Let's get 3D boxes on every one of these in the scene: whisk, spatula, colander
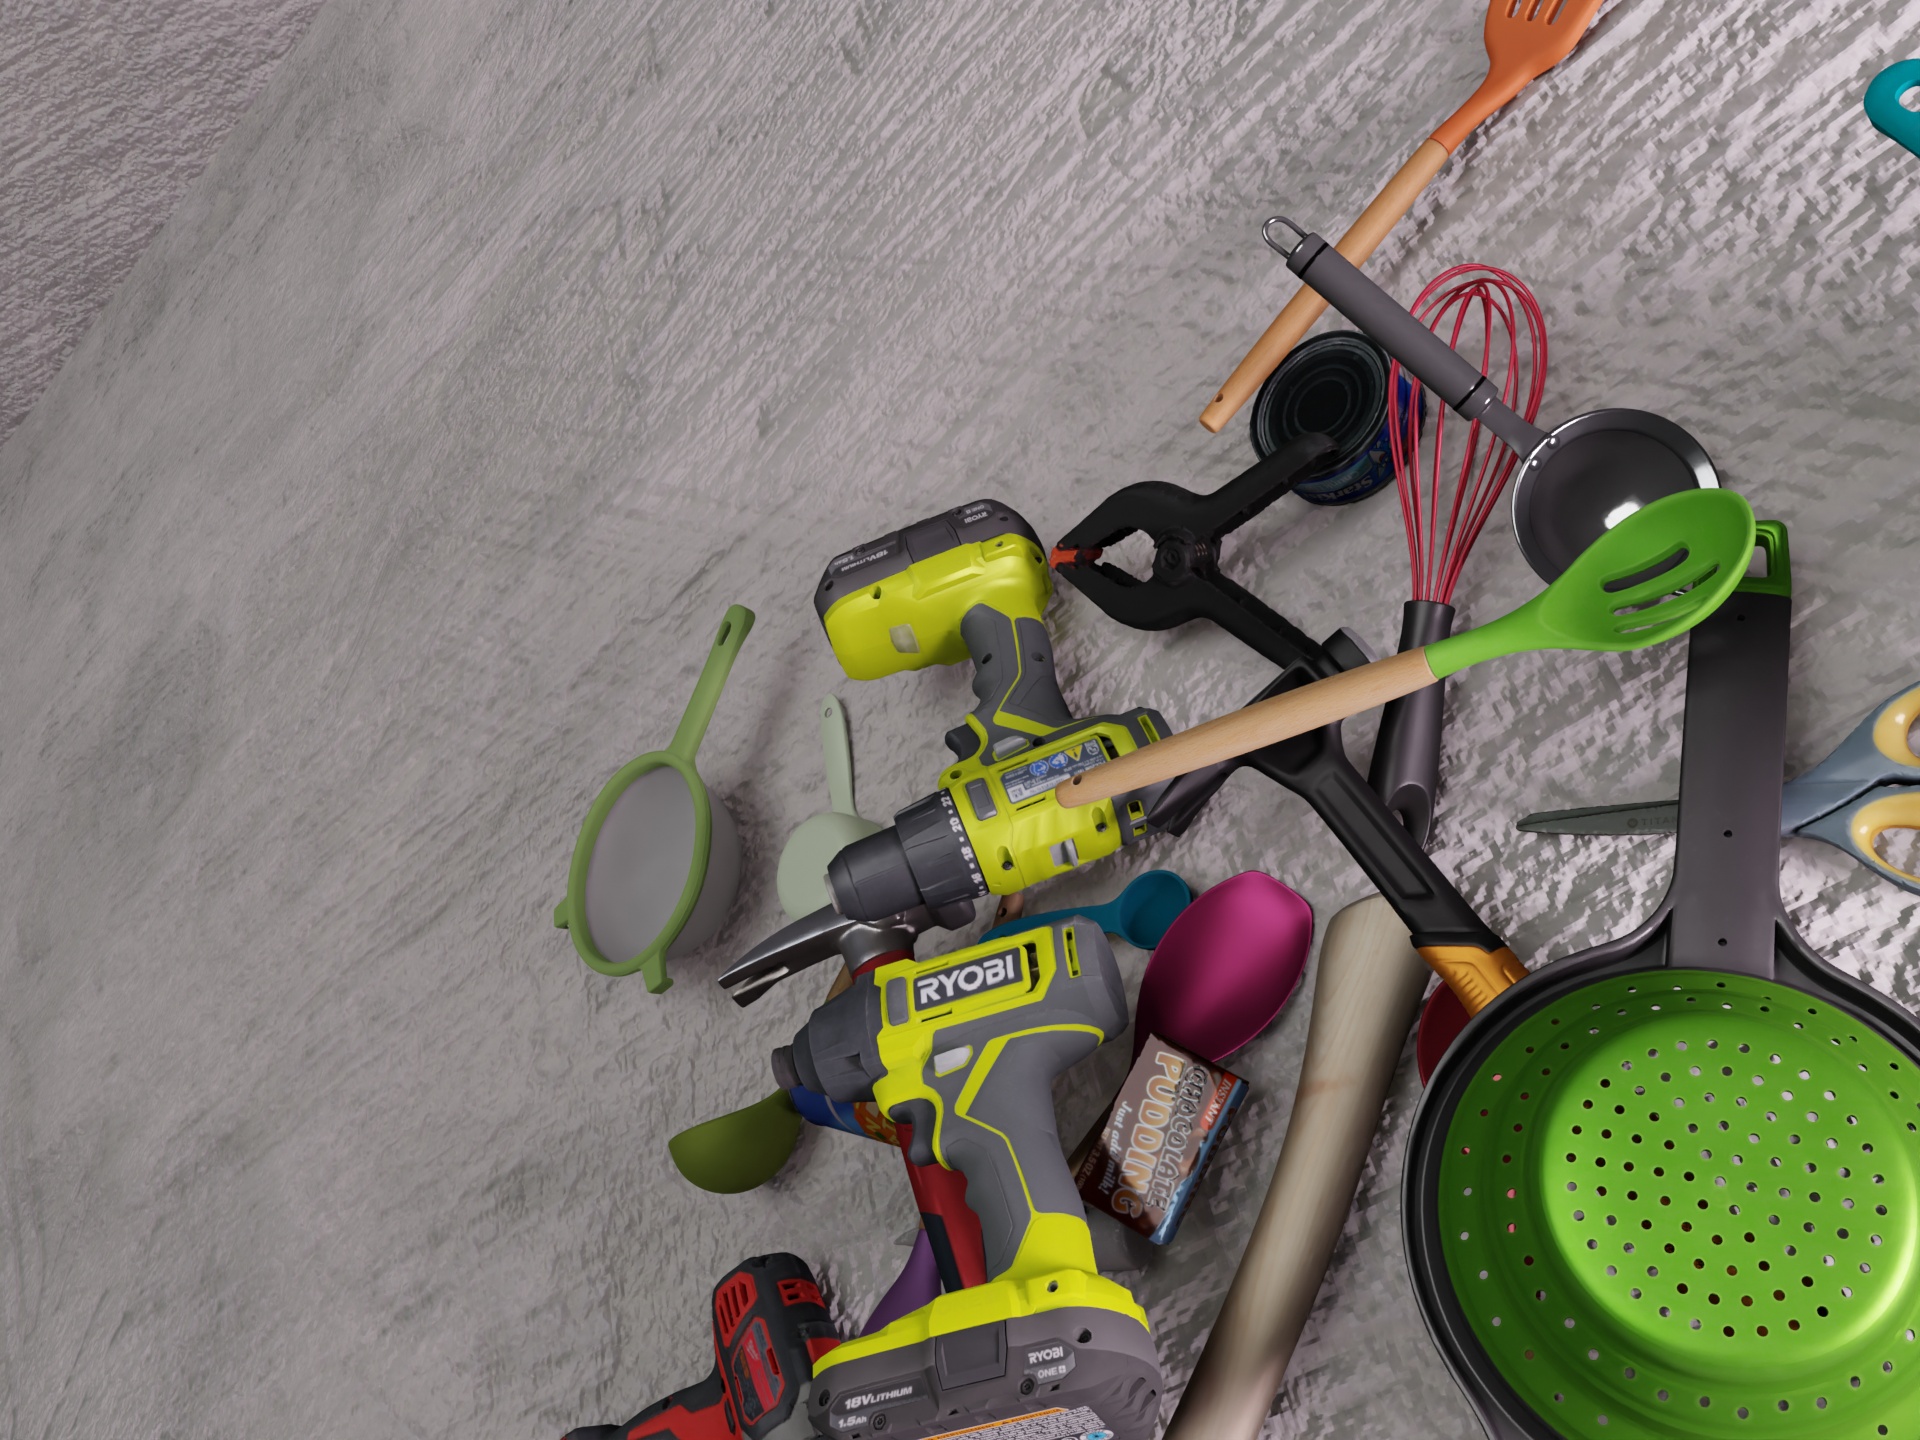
[{"bbox_3d":[0.221,-0.072,0.741,0.073,0.073,0.296,4,81,45],"label":"whisk"},{"bbox_3d":[0.225,-0.281,0.815,0.322,0.041,0.081,-51,45,1],"label":"spatula"},{"bbox_3d":[-0.010,0.236,0.816,0.060,0.018,0.316,-1,63,36],"label":"spatula"},{"bbox_3d":[0.263,0.085,0.547,0.204,0.094,0.397,4,67,24],"label":"colander"}]

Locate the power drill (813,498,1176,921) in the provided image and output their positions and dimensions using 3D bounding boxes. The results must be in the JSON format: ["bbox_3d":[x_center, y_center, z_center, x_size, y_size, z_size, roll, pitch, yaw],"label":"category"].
[{"bbox_3d":[-0.001,-0.003,0.865,0.190,0.080,0.229,-21,50,-1],"label":"power drill"}]

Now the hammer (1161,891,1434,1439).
[{"bbox_3d":[0.131,0.271,0.675,0.146,0.038,0.411,18,81,33],"label":"hammer"}]

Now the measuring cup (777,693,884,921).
[{"bbox_3d":[-0.085,0.053,0.993,0.083,0.038,0.168,-28,58,33],"label":"measuring cup"}]

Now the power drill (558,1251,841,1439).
[{"bbox_3d":[-0.135,0.426,0.861,0.226,0.080,0.188,-44,48,18],"label":"power drill"}]

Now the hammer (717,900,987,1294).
[{"bbox_3d":[-0.013,0.239,0.741,0.143,0.038,0.387,-26,47,4],"label":"hammer"}]

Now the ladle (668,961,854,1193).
[{"bbox_3d":[-0.068,0.137,0.933,0.062,0.078,0.320,29,89,26],"label":"ladle"}]

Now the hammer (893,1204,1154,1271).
[{"bbox_3d":[0.030,0.411,0.733,0.149,0.036,0.359,-20,59,37],"label":"hammer"}]

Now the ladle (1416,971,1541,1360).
[{"bbox_3d":[0.223,0.253,0.622,0.069,0.031,0.316,-13,66,34],"label":"ladle"}]

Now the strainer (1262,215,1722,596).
[{"bbox_3d":[0.232,-0.136,0.696,0.258,0.050,0.087,42,94,3],"label":"strainer"}]

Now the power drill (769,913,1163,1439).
[{"bbox_3d":[-0.003,0.202,0.691,0.171,0.080,0.223,-19,45,12],"label":"power drill"}]

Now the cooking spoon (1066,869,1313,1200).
[{"bbox_3d":[0.063,0.208,0.762,0.069,0.017,0.319,35,86,31],"label":"cooking spoon"}]

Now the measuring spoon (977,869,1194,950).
[{"bbox_3d":[0.067,0.109,0.828,0.128,0.021,0.042,-17,56,31],"label":"measuring spoon"}]

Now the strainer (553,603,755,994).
[{"bbox_3d":[-0.173,0.051,1.059,0.152,0.069,0.256,18,85,49],"label":"strainer"}]

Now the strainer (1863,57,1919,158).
[{"bbox_3d":[0.427,-0.112,0.532,0.211,0.095,0.341,-40,47,22],"label":"strainer"}]

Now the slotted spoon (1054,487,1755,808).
[{"bbox_3d":[0.175,-0.017,0.674,0.314,0.031,0.070,-22,40,28],"label":"slotted spoon"}]

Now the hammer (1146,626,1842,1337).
[{"bbox_3d":[0.209,0.114,0.640,0.127,0.034,0.337,-44,54,14],"label":"hammer"}]
